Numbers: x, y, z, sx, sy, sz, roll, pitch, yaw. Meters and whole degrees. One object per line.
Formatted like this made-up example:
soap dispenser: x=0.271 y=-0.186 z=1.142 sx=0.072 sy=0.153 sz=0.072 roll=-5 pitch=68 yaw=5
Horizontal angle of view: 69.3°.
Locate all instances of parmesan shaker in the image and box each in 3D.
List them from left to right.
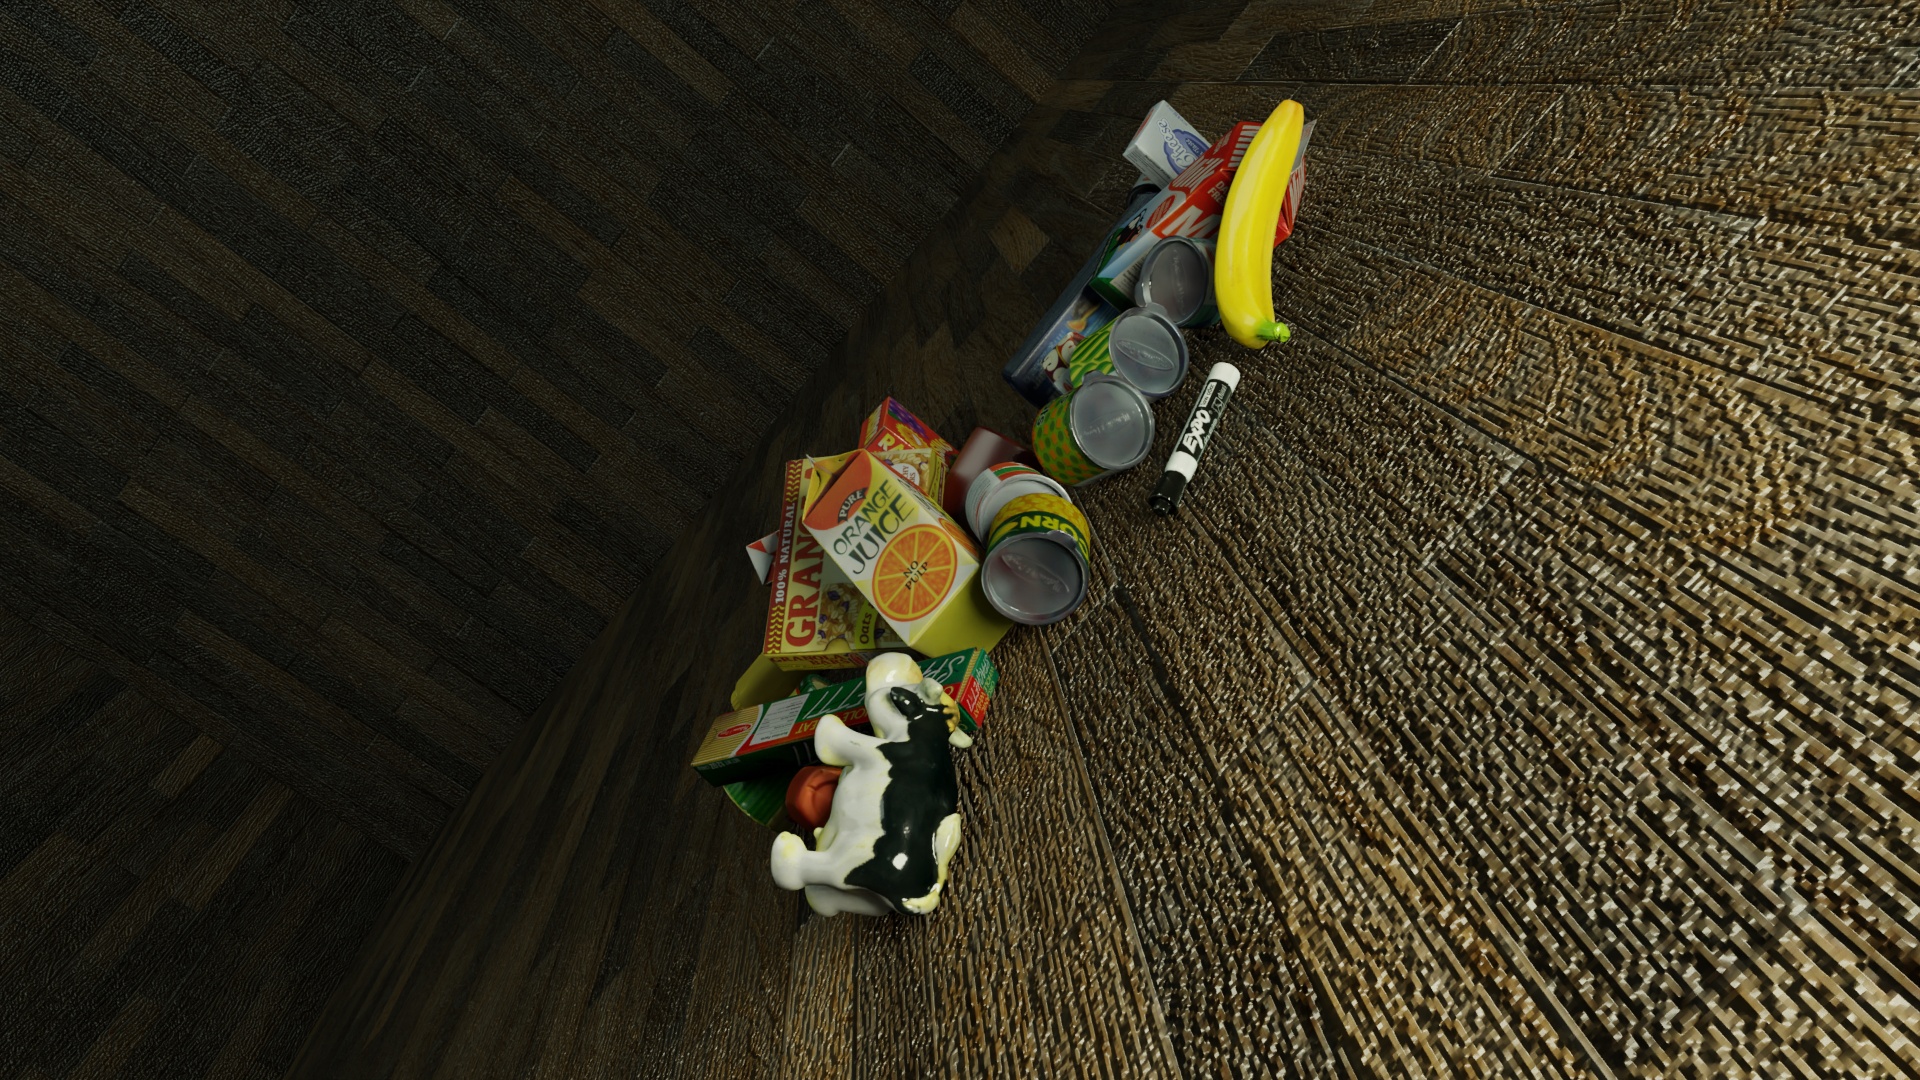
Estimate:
parmesan shaker: x=-0.121 y=0.159 z=1.044 sx=0.103 sy=0.071 sz=0.071 roll=-50 pitch=14 yaw=4

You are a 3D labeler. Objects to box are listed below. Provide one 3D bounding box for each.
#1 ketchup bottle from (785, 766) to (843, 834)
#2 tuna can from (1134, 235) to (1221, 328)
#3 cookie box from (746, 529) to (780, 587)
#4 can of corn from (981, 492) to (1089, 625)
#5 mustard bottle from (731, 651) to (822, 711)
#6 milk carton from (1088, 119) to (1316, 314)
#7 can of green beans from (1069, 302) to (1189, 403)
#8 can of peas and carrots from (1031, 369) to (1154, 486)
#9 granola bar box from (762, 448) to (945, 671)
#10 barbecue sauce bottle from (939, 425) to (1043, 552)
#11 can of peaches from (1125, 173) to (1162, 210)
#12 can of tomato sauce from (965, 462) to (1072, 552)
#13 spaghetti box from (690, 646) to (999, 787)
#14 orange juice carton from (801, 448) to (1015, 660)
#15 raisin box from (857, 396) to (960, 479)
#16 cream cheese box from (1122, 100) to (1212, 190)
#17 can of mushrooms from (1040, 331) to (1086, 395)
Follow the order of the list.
ketchup bottle: x=-0.087 y=0.174 z=0.915 sx=0.043 sy=0.065 sz=0.148 roll=-60 pitch=8 yaw=-14
tuna can: x=0.162 y=-0.185 z=1.004 sx=0.071 sy=0.033 sz=0.071 roll=7 pitch=98 yaw=50
cookie box: x=-0.099 y=0.002 z=1.201 sx=0.123 sy=0.040 sz=0.167 roll=-26 pitch=-8 yaw=6
can of corn: x=0.050 y=0.009 z=0.878 sx=0.071 sy=0.071 sz=0.058 roll=-45 pitch=15 yaw=25
mustard bottle: x=-0.172 y=0.127 z=1.307 sx=0.159 sy=0.049 sz=0.065 roll=-45 pitch=15 yaw=27
milk carton: x=0.190 y=-0.240 z=1.041 sx=0.189 sy=0.073 sz=0.073 roll=-36 pitch=22 yaw=45
can of green beans: x=0.120 y=-0.126 z=0.994 sx=0.071 sy=0.071 sz=0.057 roll=-58 pitch=15 yaw=-24
can of peas and carrots: x=0.089 y=-0.077 z=0.958 sx=0.071 sy=0.071 sz=0.058 roll=-58 pitch=15 yaw=-23
granola bar box: x=-0.080 y=0.014 z=1.067 sx=0.124 sy=0.039 sz=0.166 roll=-4 pitch=65 yaw=18
barbecue sauce bottle: x=0.004 y=-0.014 z=1.097 sx=0.148 sy=0.065 sz=0.043 roll=-60 pitch=-26 yaw=-2
can of peaches: x=0.188 y=-0.305 z=1.225 sx=0.058 sy=0.071 sz=0.071 roll=-59 pitch=16 yaw=-26
can of tomato sauce: x=0.042 y=-0.017 z=0.966 sx=0.071 sy=0.071 sz=0.083 roll=-51 pitch=11 yaw=3
spaghetti box: x=-0.083 y=0.123 z=0.944 sx=0.249 sy=0.028 sz=0.050 roll=-18 pitch=33 yaw=35
orange juice carton: x=-0.043 y=0.003 z=0.977 sx=0.073 sy=0.071 sz=0.193 roll=-50 pitch=50 yaw=6
raisin box: x=-0.027 y=-0.059 z=1.162 sx=0.040 sy=0.123 sz=0.086 roll=-47 pitch=15 yaw=18
cream cheese box: x=0.188 y=-0.309 z=1.153 sx=0.053 sy=0.103 sz=0.024 roll=-58 pitch=17 yaw=-18
can of mushrooms: x=0.096 y=-0.128 z=1.068 sx=0.033 sy=0.071 sz=0.071 roll=-45 pitch=16 yaw=22
